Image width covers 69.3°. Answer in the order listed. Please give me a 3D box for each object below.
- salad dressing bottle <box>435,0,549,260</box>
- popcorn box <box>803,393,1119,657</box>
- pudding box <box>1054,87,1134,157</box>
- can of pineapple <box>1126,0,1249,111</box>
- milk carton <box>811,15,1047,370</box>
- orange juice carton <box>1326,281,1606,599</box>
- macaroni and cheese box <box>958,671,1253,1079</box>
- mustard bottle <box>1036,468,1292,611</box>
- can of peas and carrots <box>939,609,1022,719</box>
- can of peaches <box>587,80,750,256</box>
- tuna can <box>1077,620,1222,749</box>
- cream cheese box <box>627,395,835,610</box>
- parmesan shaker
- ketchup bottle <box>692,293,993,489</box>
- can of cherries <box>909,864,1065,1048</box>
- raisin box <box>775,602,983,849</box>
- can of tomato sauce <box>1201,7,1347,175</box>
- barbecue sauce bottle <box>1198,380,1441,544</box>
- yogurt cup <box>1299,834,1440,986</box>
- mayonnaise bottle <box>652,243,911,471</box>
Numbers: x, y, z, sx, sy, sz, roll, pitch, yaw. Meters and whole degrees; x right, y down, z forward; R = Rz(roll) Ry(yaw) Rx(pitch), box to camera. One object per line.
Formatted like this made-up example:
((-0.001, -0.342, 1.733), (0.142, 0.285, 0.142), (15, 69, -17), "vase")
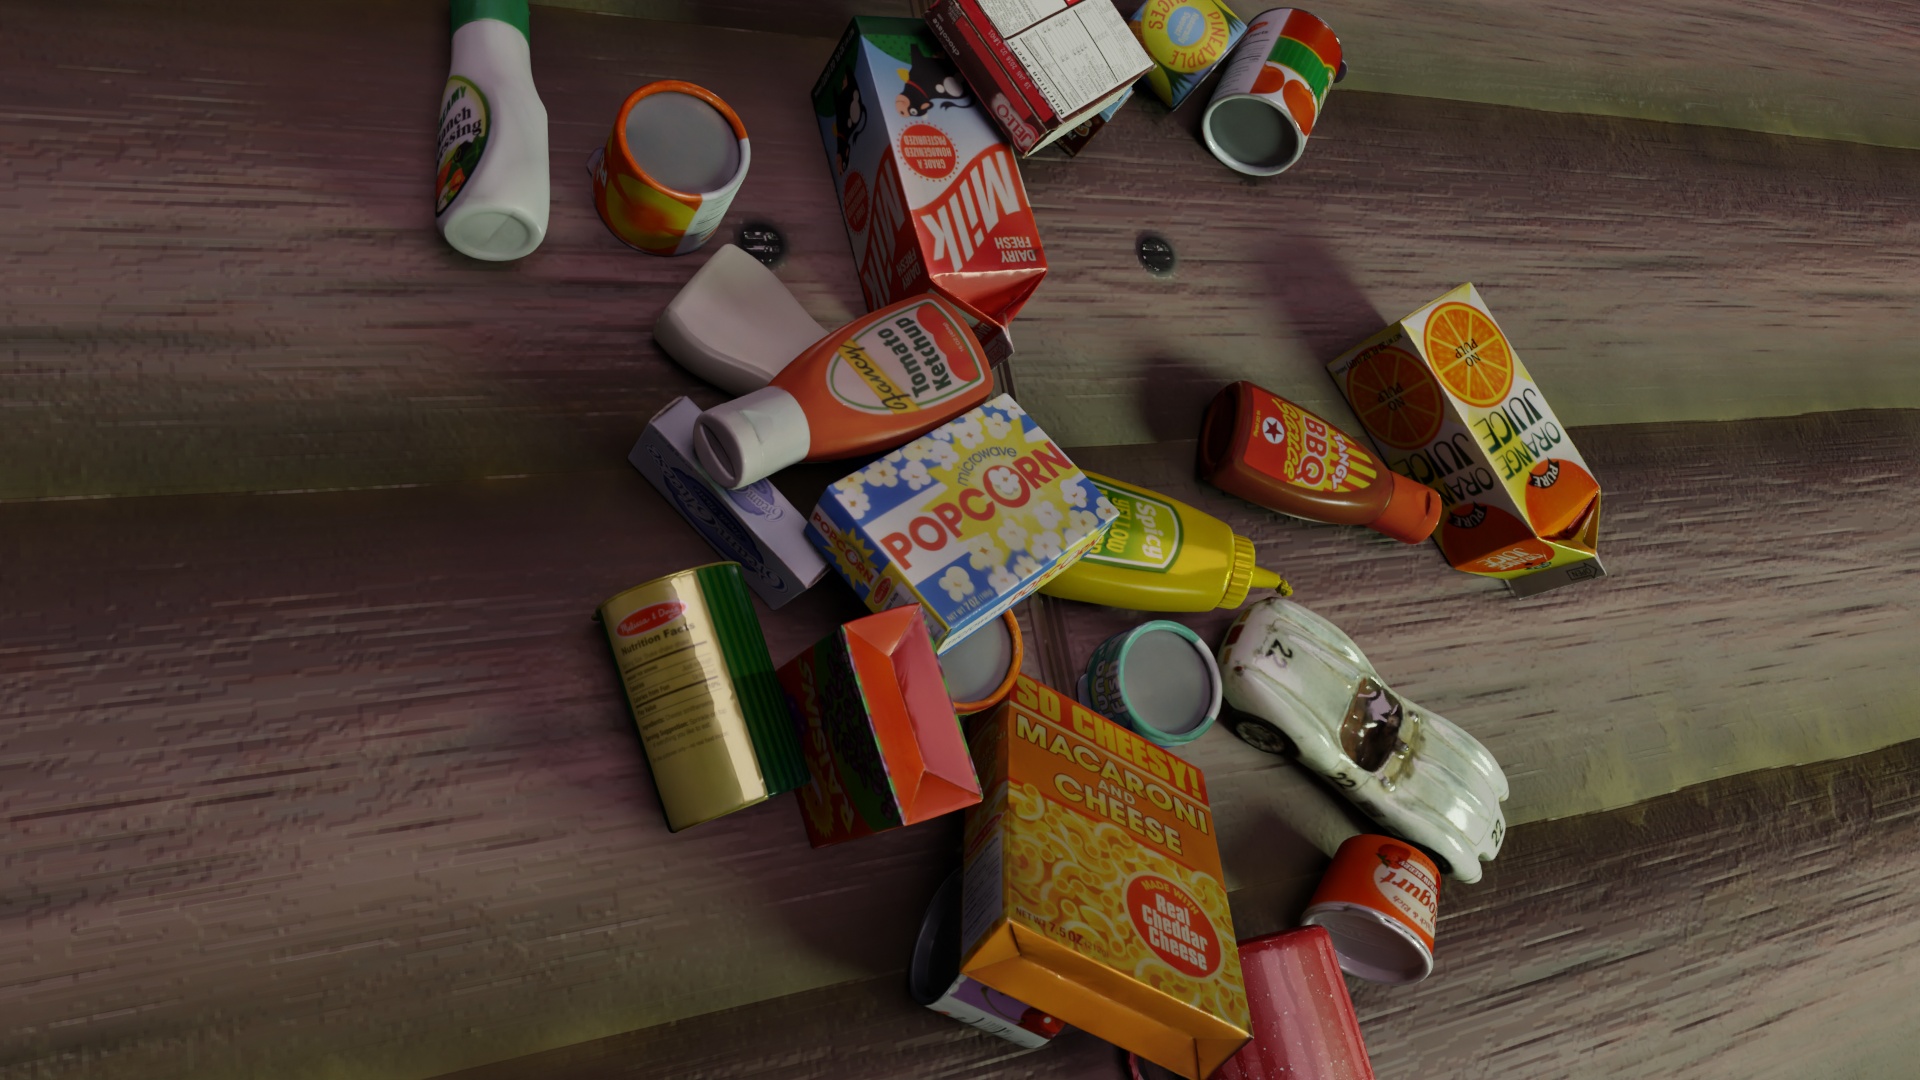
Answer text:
((-0.221, -0.204, 0.653), (0.044, 0.064, 0.148), (13, 58, -42), "salad dressing bottle")
((0.002, -0.008, 0.643), (0.085, 0.038, 0.127), (47, 49, 13), "popcorn box")
((0.054, -0.271, 0.811), (0.083, 0.049, 0.030), (41, 62, -9), "pudding box")
((0.133, -0.308, 0.851), (0.058, 0.070, 0.071), (42, 61, -7), "can of pineapple")
((-0.013, -0.173, 0.733), (0.073, 0.072, 0.191), (-9, 77, -28), "milk carton")
((0.318, -0.053, 0.853), (0.073, 0.071, 0.192), (-30, 87, -30), "orange juice carton")
((0.061, 0.145, 0.631), (0.123, 0.040, 0.167), (30, 27, -15), "macaroni and cheese box")
((0.101, 0.006, 0.726), (0.160, 0.048, 0.065), (12, 66, -8), "mustard bottle")
((-0.011, 0.057, 0.665), (0.071, 0.058, 0.071), (8, 70, -23), "can of peas and carrots")
((-0.144, -0.183, 0.681), (0.071, 0.058, 0.071), (8, 70, -24), "can of peaches")
((0.099, 0.076, 0.726), (0.071, 0.032, 0.071), (8, 70, -24), "tuna can")
((-0.106, -0.016, 0.646), (0.104, 0.053, 0.024), (47, 62, -5), "cream cheese box")
((-0.114, 0.069, 0.609), (0.071, 0.071, 0.103), (-16, 81, -29), "parmesan shaker")
((-0.054, -0.066, 0.642), (0.149, 0.043, 0.065), (-29, 84, -39), "ketchup bottle")
((0.019, 0.186, 0.631), (0.058, 0.071, 0.072), (28, 64, -16), "can of cherries")
((-0.042, 0.084, 0.603), (0.040, 0.123, 0.086), (-15, 80, -27), "raisin box")
((0.197, -0.281, 0.874), (0.071, 0.071, 0.083), (34, 63, -12), "can of tomato sauce")
((0.212, -0.039, 0.814), (0.148, 0.043, 0.065), (21, 65, -19), "barbecue sauce bottle")
((0.218, 0.192, 0.729), (0.072, 0.072, 0.054), (40, 53, -9), "yogurt cup")
((-0.077, -0.078, 0.689), (0.148, 0.041, 0.065), (40, 57, -11), "mayonnaise bottle")
